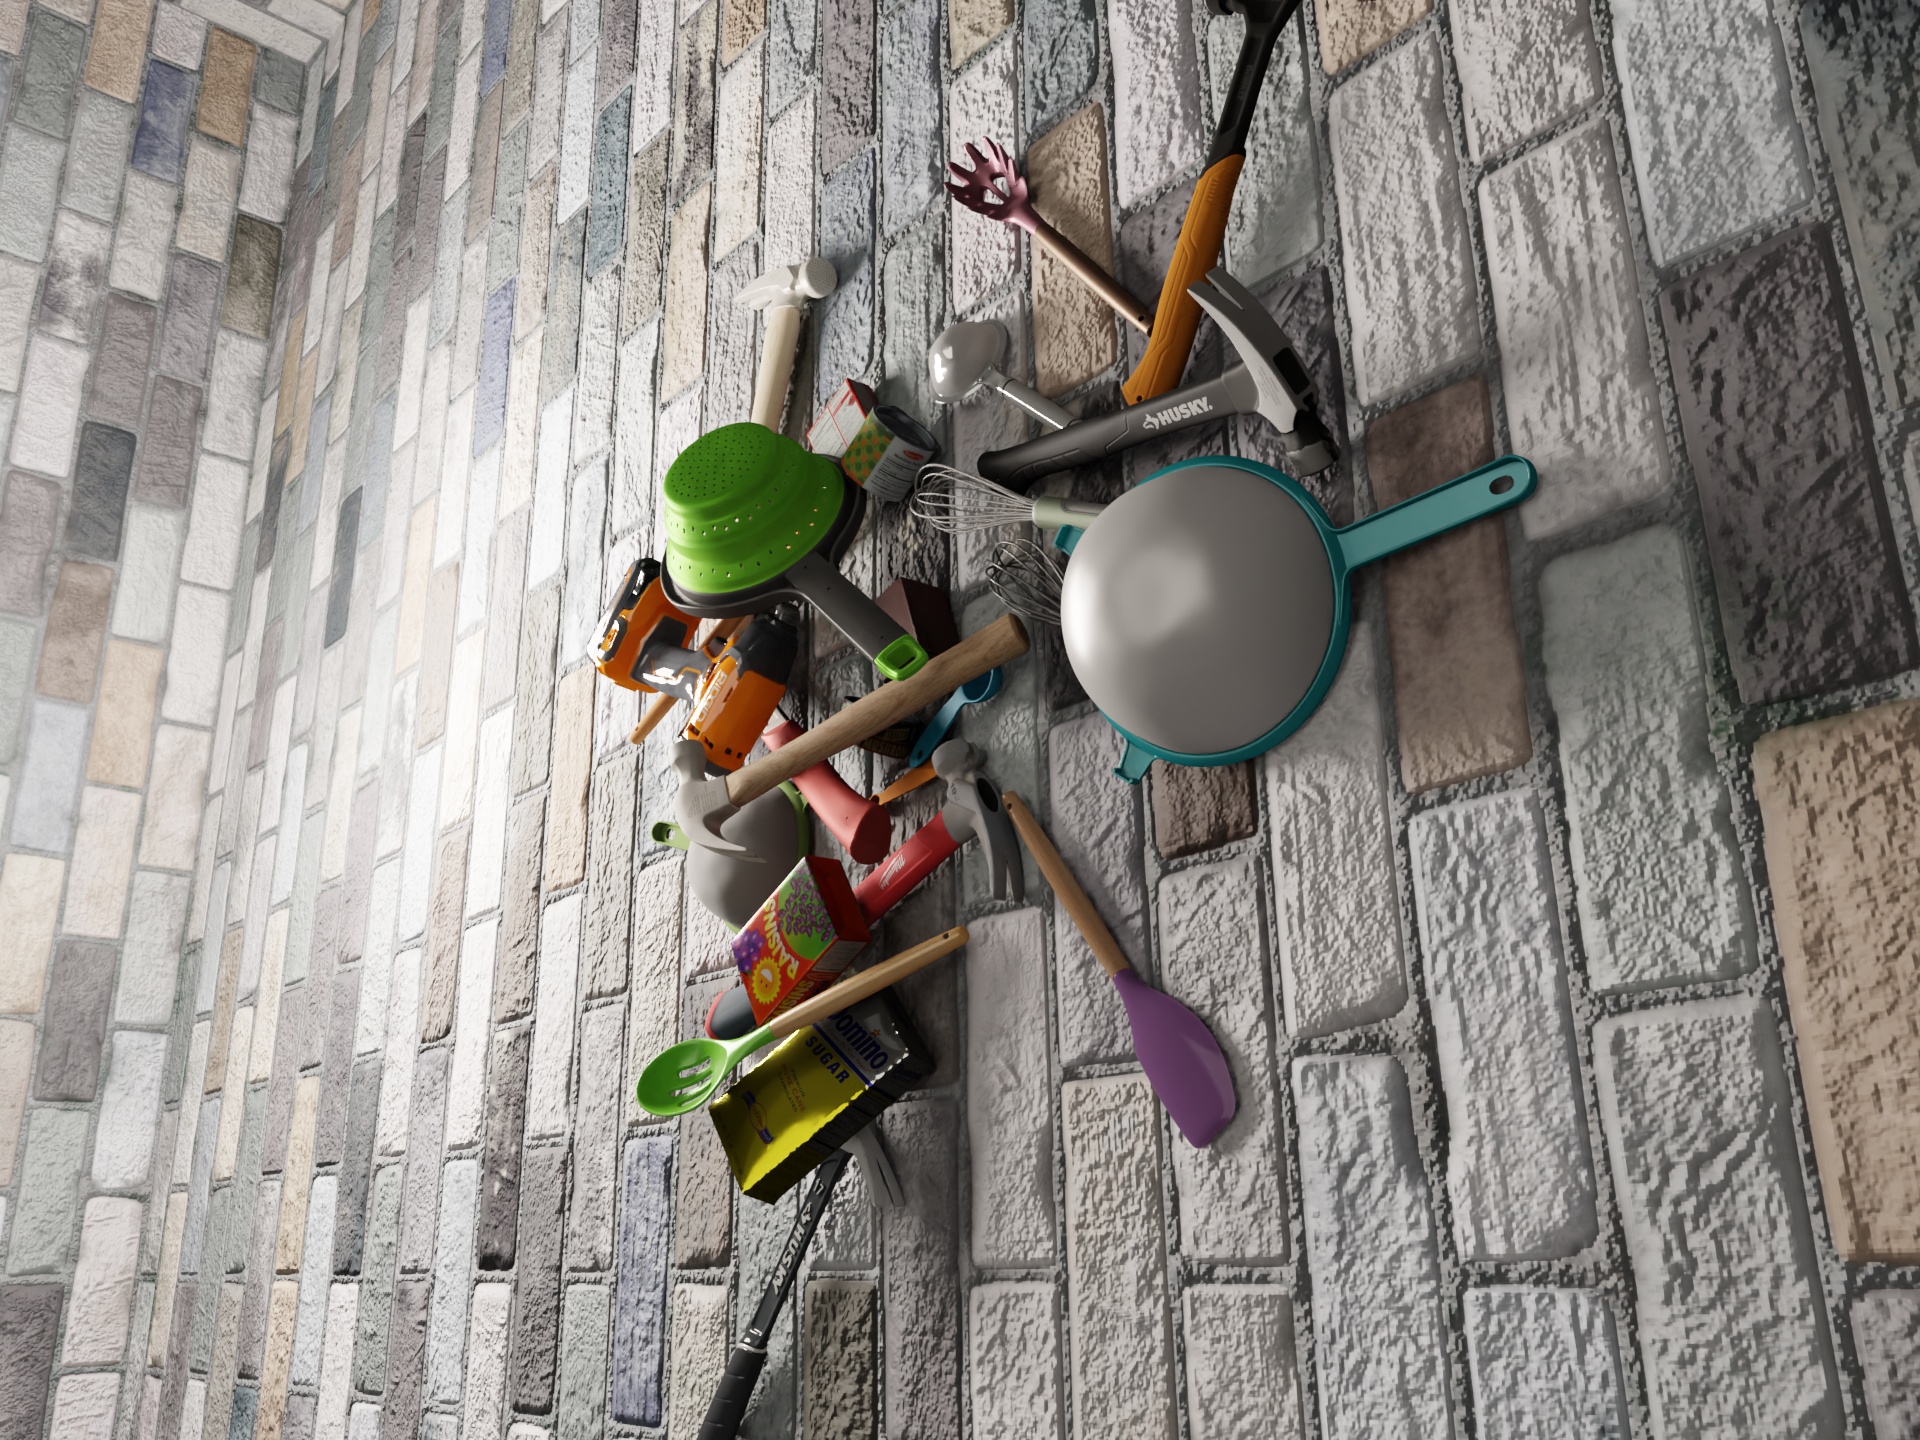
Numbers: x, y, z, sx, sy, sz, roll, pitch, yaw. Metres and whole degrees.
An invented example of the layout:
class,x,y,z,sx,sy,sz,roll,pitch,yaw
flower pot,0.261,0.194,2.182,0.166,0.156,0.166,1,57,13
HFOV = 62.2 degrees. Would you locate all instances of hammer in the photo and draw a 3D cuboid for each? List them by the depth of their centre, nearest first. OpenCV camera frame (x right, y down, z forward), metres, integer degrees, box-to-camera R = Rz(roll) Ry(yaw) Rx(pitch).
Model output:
class,x,y,z,sx,sy,sz,roll,pitch,yaw
hammer,0.117,-0.218,1.158,0.035,0.146,0.335,-41,18,-30
hammer,0.191,-0.379,1.158,0.127,0.034,0.337,22,98,38
hammer,-0.091,0.008,1.271,0.331,0.031,0.130,-28,57,17
hammer,-0.159,0.499,1.299,0.149,0.036,0.409,33,104,48
hammer,-0.093,0.181,1.319,0.386,0.038,0.143,-43,50,32
hammer,-0.151,0.032,1.392,0.149,0.036,0.359,-55,36,8
hammer,-0.208,-0.254,1.595,0.146,0.038,0.411,-1,78,51

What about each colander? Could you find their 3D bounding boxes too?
class,x,y,z,sx,sy,sz,roll,pitch,yaw
colander,-0.150,-0.154,1.334,0.204,0.094,0.398,-39,44,-9

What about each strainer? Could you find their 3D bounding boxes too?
class,x,y,z,sx,sy,sz,roll,pitch,yaw
strainer,0.188,-0.095,1.007,0.340,0.095,0.211,-23,74,36
strainer,0.036,-0.280,1.316,0.087,0.050,0.259,-52,46,5
strainer,-0.239,0.116,1.485,0.256,0.069,0.151,7,83,49

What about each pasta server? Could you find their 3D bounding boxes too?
class,x,y,z,sx,sy,sz,roll,pitch,yaw
pasta server,0.075,-0.395,1.306,0.060,0.040,0.317,-47,47,13

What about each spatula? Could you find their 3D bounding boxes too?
class,x,y,z,sx,sy,sz,roll,pitch,yaw
spatula,0.102,0.158,1.113,0.059,0.018,0.316,-54,45,22
spatula,-0.224,-0.101,1.515,0.322,0.041,0.081,-49,43,14

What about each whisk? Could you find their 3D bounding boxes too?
class,x,y,z,sx,sy,sz,roll,pitch,yaw
whisk,0.093,-0.075,1.181,0.239,0.055,0.055,40,109,43
whisk,0.057,-0.162,1.224,0.246,0.058,0.059,14,130,38

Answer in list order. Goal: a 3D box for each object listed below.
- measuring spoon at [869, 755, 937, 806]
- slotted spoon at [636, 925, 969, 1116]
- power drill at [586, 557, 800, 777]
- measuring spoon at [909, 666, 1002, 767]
class,x,y,z,sx,sy,sz,roll,pitch,yaw
measuring spoon,-0.037,0.051,1.319,0.117,0.011,0.021,-33,45,35
slotted spoon,-0.126,0.236,1.256,0.314,0.031,0.070,-30,40,17
power drill,-0.234,-0.065,1.441,0.227,0.084,0.164,36,98,43
measuring spoon,-0.002,-0.004,1.289,0.128,0.021,0.042,-52,42,32
